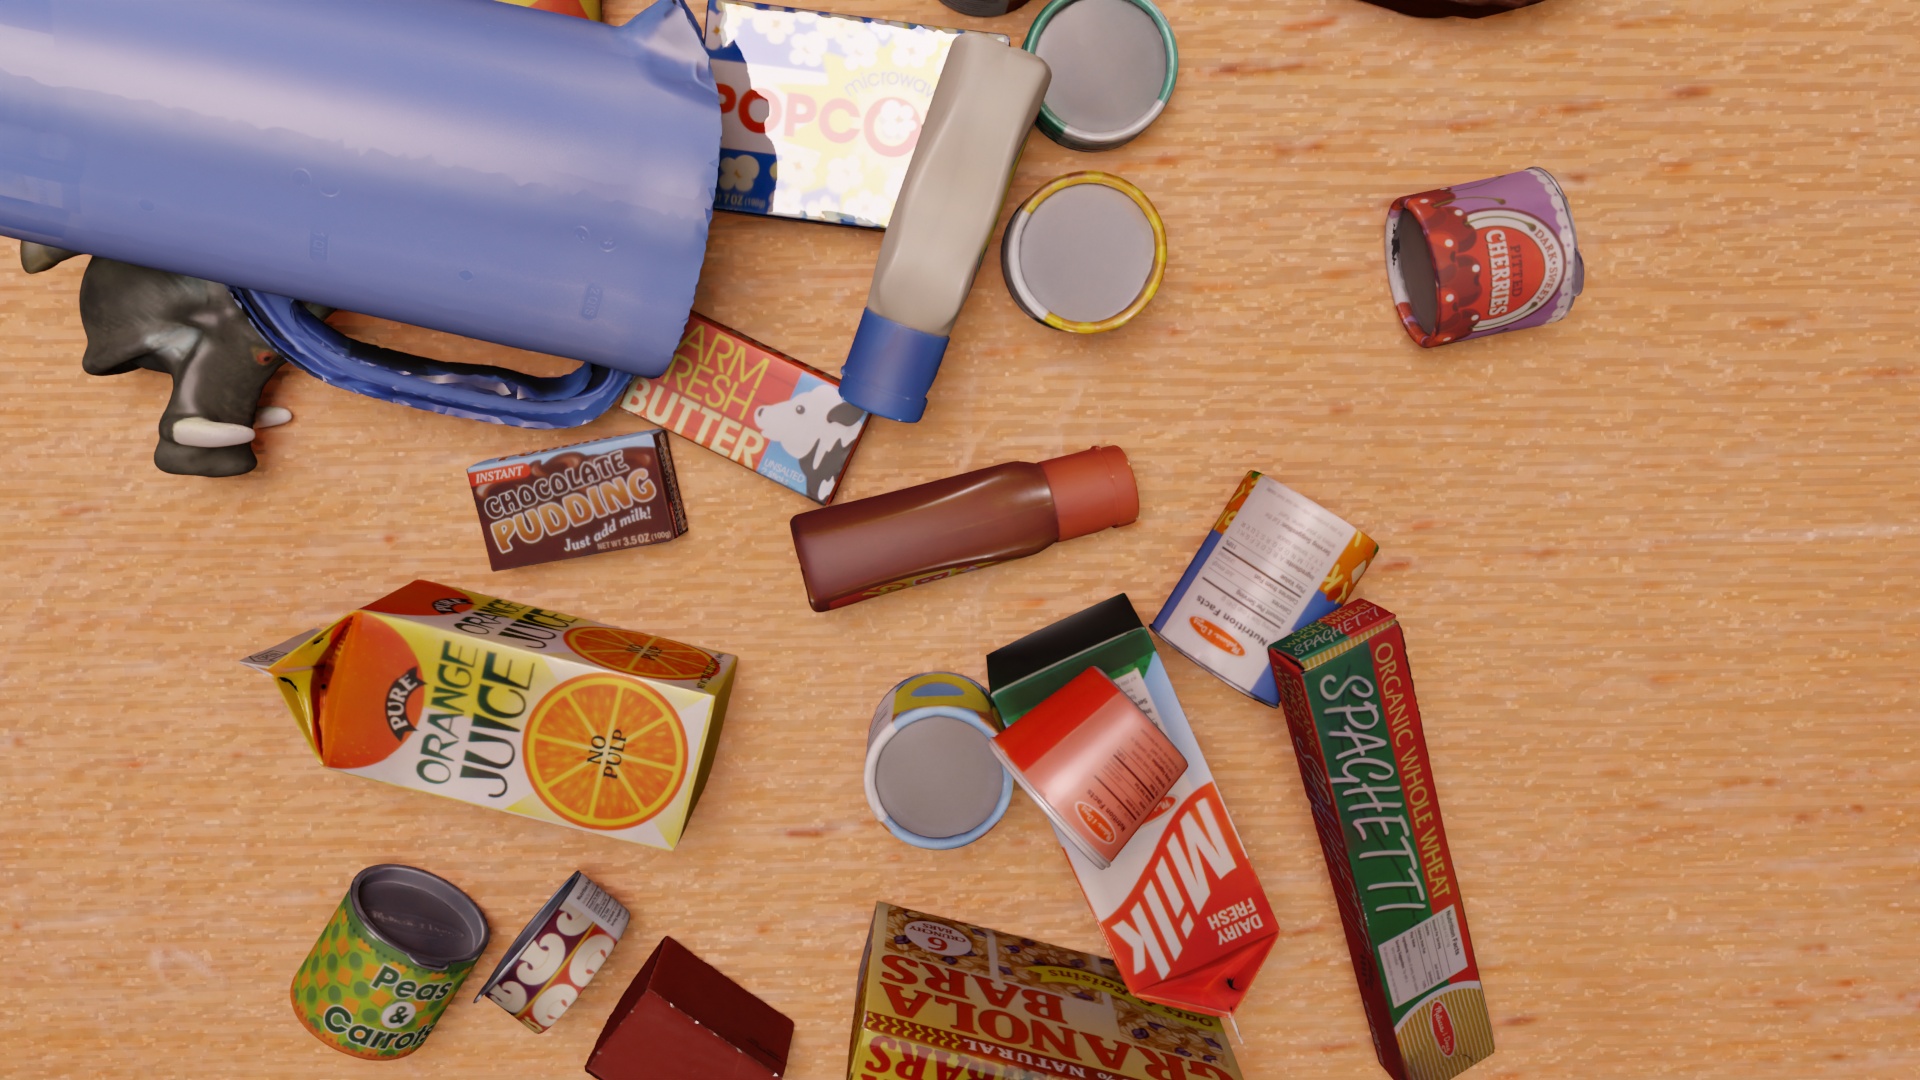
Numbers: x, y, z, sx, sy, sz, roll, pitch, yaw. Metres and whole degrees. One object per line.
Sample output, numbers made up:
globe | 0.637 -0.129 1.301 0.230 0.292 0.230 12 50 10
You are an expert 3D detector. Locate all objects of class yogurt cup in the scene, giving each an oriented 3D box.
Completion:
yogurt cup | 0.052 0.087 0.546 0.054 0.072 0.072 -43 98 -2

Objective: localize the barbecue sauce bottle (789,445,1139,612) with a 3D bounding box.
barbecue sauce bottle | 0.002 -0.008 0.605 0.149 0.065 0.043 -15 94 -7

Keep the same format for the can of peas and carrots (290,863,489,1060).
can of peas and carrots | -0.257 0.191 0.626 0.071 0.071 0.058 33 98 -6

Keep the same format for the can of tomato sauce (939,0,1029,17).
can of tomato sauce | 0.012 -0.252 0.553 0.071 0.083 0.071 0 100 -1

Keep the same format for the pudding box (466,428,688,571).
pudding box | -0.168 -0.018 0.614 0.084 0.030 0.049 -10 99 0

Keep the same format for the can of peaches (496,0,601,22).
can of peaches | -0.176 -0.234 0.561 0.071 0.071 0.058 3 100 -2

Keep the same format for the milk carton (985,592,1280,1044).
milk carton | 0.083 0.128 0.622 0.073 0.072 0.190 -24 98 3

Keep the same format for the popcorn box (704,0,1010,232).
popcorn box | -0.046 -0.175 0.587 0.127 0.038 0.085 7 99 -2

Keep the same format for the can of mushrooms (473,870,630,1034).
can of mushrooms | -0.184 0.188 0.629 0.033 0.071 0.071 40 97 -8

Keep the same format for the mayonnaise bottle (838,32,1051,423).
mayonnaise bottle | -0.008 -0.121 0.547 0.041 0.065 0.147 18 104 -8

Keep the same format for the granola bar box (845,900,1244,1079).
granola bar box | 0.035 0.220 0.609 0.166 0.124 0.039 15 98 -3

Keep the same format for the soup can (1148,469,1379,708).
soup can | 0.133 0.021 0.610 0.071 0.071 0.083 31 95 -6

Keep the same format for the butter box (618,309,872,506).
butter box | -0.093 -0.061 0.612 0.103 0.024 0.053 26 99 -5

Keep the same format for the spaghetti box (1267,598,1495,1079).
spaghetti box | 0.189 0.141 0.613 0.050 0.029 0.249 -25 114 -11

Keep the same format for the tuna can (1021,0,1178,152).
tuna can | 0.057 -0.202 0.587 0.071 0.033 0.071 0 100 -1

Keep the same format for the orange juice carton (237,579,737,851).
orange juice carton | -0.203 0.069 0.607 0.193 0.072 0.073 14 98 -4

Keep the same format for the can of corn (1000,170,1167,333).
can of corn | 0.053 -0.122 0.587 0.071 0.058 0.071 0 100 -1

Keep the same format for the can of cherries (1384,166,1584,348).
can of cherries | 0.218 -0.118 0.584 0.058 0.071 0.071 -12 100 1

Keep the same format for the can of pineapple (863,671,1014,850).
can of pineapple | -0.008 0.098 0.622 0.071 0.058 0.071 0 99 -1
